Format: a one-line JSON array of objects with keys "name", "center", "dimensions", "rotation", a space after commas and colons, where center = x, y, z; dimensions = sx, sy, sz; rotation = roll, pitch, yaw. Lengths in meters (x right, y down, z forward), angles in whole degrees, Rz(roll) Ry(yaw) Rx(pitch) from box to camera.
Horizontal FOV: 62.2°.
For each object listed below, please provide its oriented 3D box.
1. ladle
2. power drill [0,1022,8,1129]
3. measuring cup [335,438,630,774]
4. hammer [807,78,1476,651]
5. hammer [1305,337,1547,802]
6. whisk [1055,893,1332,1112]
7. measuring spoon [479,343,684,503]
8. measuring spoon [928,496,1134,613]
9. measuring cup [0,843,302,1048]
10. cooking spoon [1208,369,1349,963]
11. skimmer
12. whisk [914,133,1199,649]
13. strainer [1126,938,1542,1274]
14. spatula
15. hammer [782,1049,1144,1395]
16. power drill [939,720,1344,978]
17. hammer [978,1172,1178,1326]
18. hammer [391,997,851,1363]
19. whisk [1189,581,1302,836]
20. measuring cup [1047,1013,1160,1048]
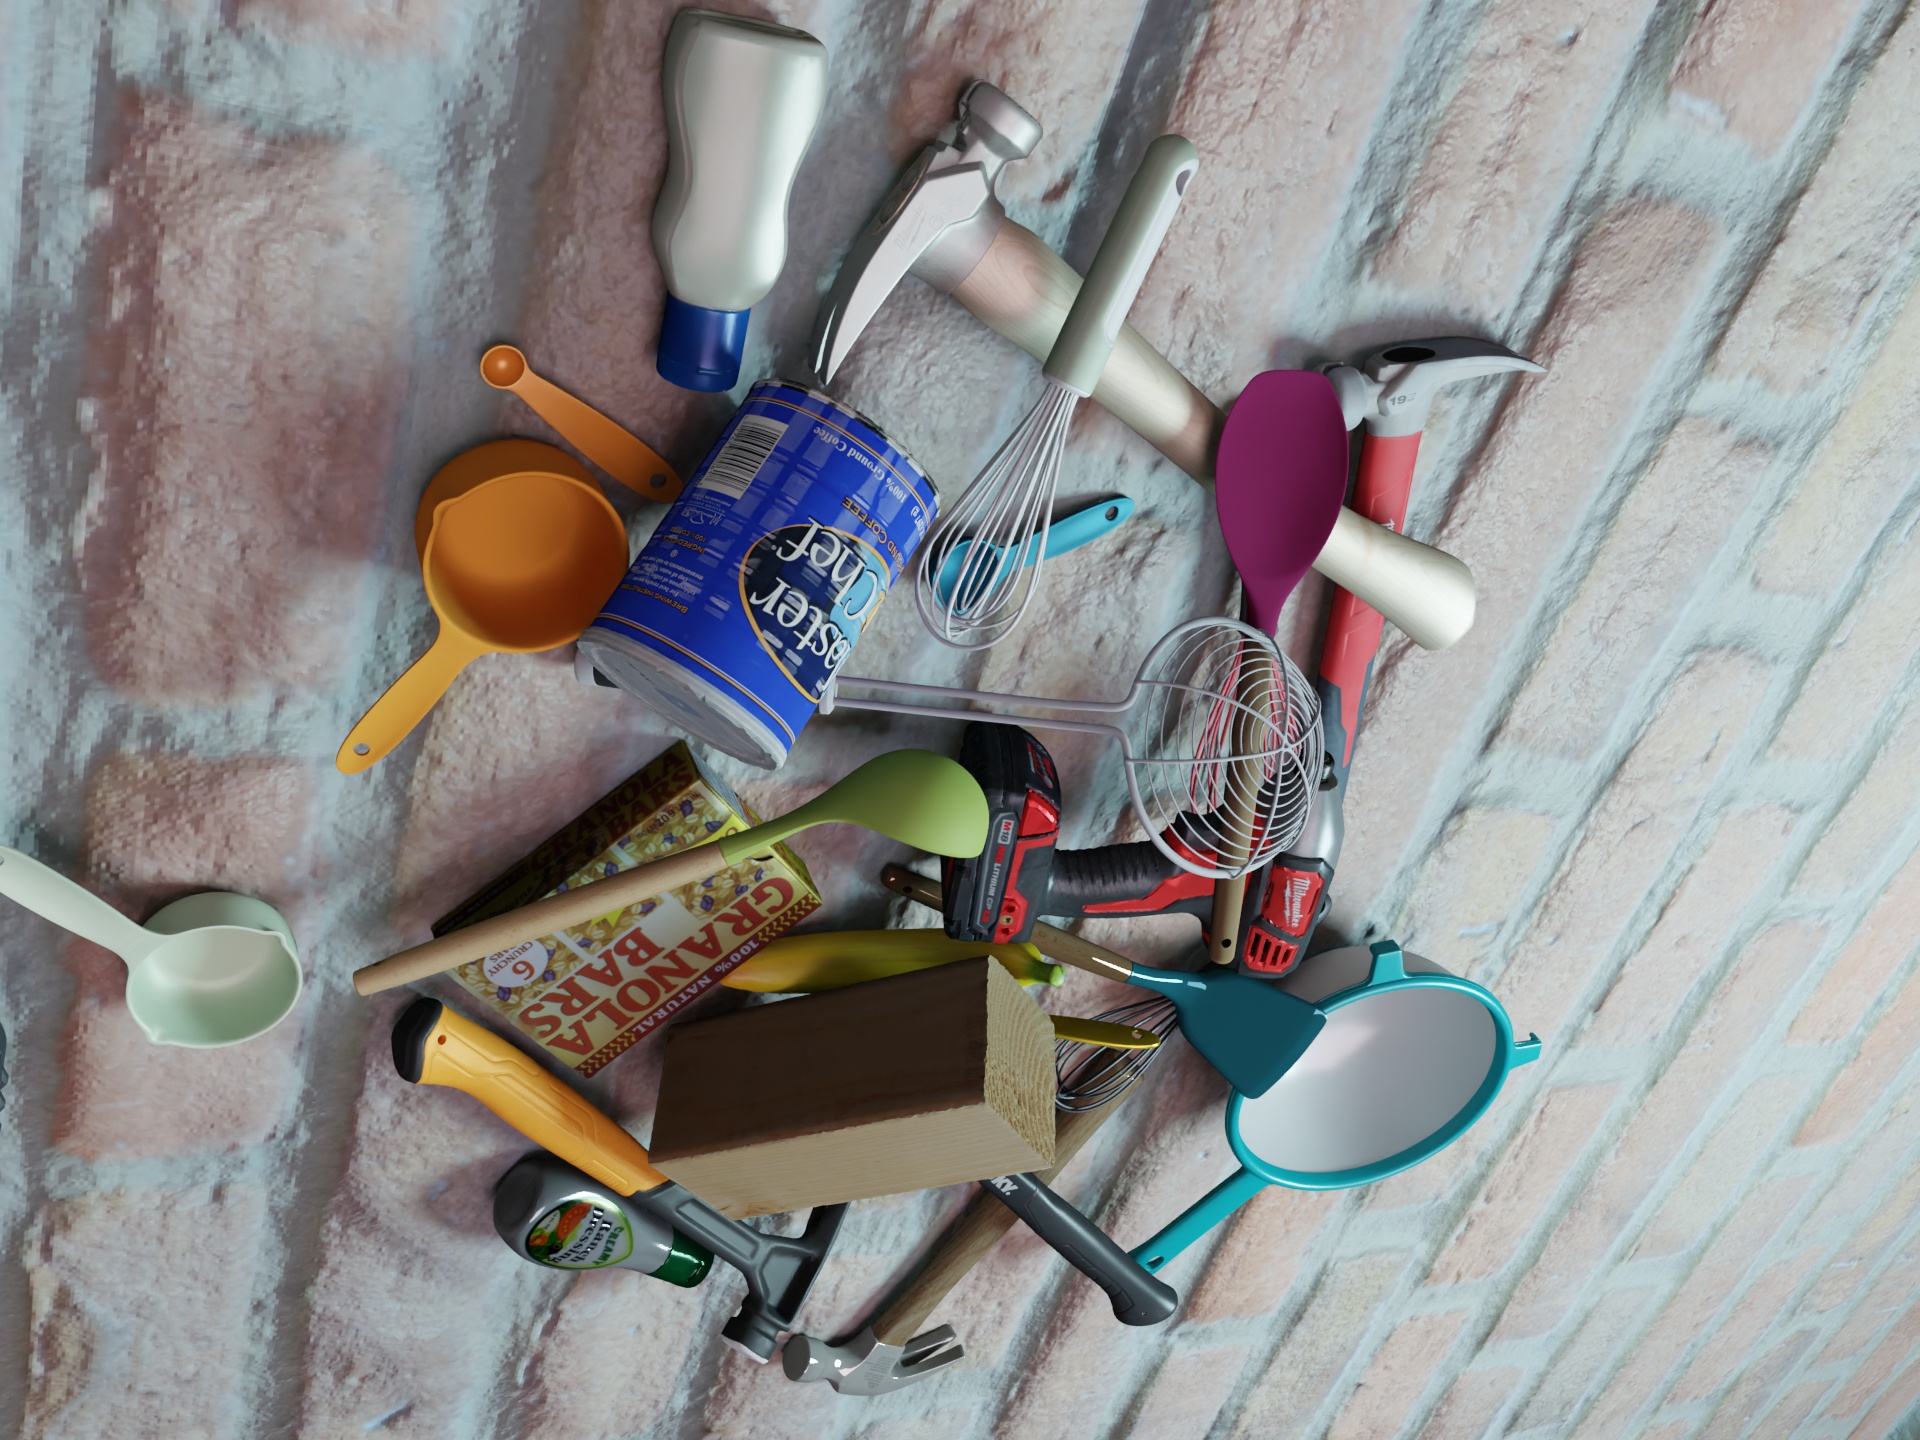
[{"name": "ladle", "center": [-0.140, 0.086, 0.792], "dimensions": [0.320, 0.078, 0.062], "rotation": [-19, 109, -6]}, {"name": "power drill", "center": [-0.550, 0.147, 0.662], "dimensions": [0.228, 0.080, 0.190], "rotation": [-15, 128, -14]}, {"name": "measuring cup", "center": [-0.223, -0.050, 0.707], "dimensions": [0.173, 0.052, 0.095], "rotation": [-45, 131, 11]}, {"name": "hammer", "center": [0.118, -0.132, 0.798], "dimensions": [0.410, 0.038, 0.146], "rotation": [30, 105, -31]}, {"name": "hammer", "center": [0.248, -0.041, 0.967], "dimensions": [0.143, 0.038, 0.386], "rotation": [-13, 127, -21]}, {"name": "whisk", "center": [0.154, 0.184, 1.076], "dimensions": [0.239, 0.055, 0.055], "rotation": [-34, 132, -9]}, {"name": "measuring spoon", "center": [-0.166, -0.131, 0.708], "dimensions": [0.021, 0.011, 0.116], "rotation": [-46, 134, 9]}, {"name": "measuring spoon", "center": [0.035, -0.095, 0.836], "dimensions": [0.128, 0.021, 0.042], "rotation": [-25, 131, -22]}, {"name": "measuring cup", "center": [-0.382, 0.092, 0.735], "dimensions": [0.083, 0.038, 0.167], "rotation": [-40, 129, 4]}, {"name": "cooking spoon", "center": [0.150, -0.019, 0.818], "dimensions": [0.068, 0.017, 0.318], "rotation": [0, 109, -10]}, {"name": "skimmer", "center": [-0.001, -0.002, 0.779], "dimensions": [0.363, 0.090, 0.127], "rotation": [7, 82, 4]}, {"name": "whisk", "center": [0.044, -0.143, 0.714], "dimensions": [0.057, 0.059, 0.246], "rotation": [-5, 123, -64]}, {"name": "strainer", "center": [0.233, 0.273, 1.152], "dimensions": [0.210, 0.095, 0.340], "rotation": [32, 113, -32]}, {"name": "spatula", "center": [0.087, 0.153, 0.988], "dimensions": [0.317, 0.044, 0.082], "rotation": [25, 113, -27]}, {"name": "hammer", "center": [0.018, 0.364, 1.139], "dimensions": [0.130, 0.031, 0.331], "rotation": [29, 106, -38]}, {"name": "power drill", "center": [0.105, 0.068, 0.896], "dimensions": [0.219, 0.079, 0.143], "rotation": [7, 121, -7]}, {"name": "hammer", "center": [0.054, 0.323, 1.077], "dimensions": [0.146, 0.035, 0.334], "rotation": [-34, 123, 13]}, {"name": "hammer", "center": [-0.191, 0.252, 0.929], "dimensions": [0.336, 0.034, 0.127], "rotation": [47, 61, -35]}, {"name": "whisk", "center": [0.170, -0.035, 0.917], "dimensions": [0.073, 0.073, 0.295], "rotation": [-13, 122, -19]}, {"name": "measuring cup", "center": [0.048, 0.175, 0.972], "dimensions": [0.156, 0.062, 0.029], "rotation": [10, 117, -1]}]
